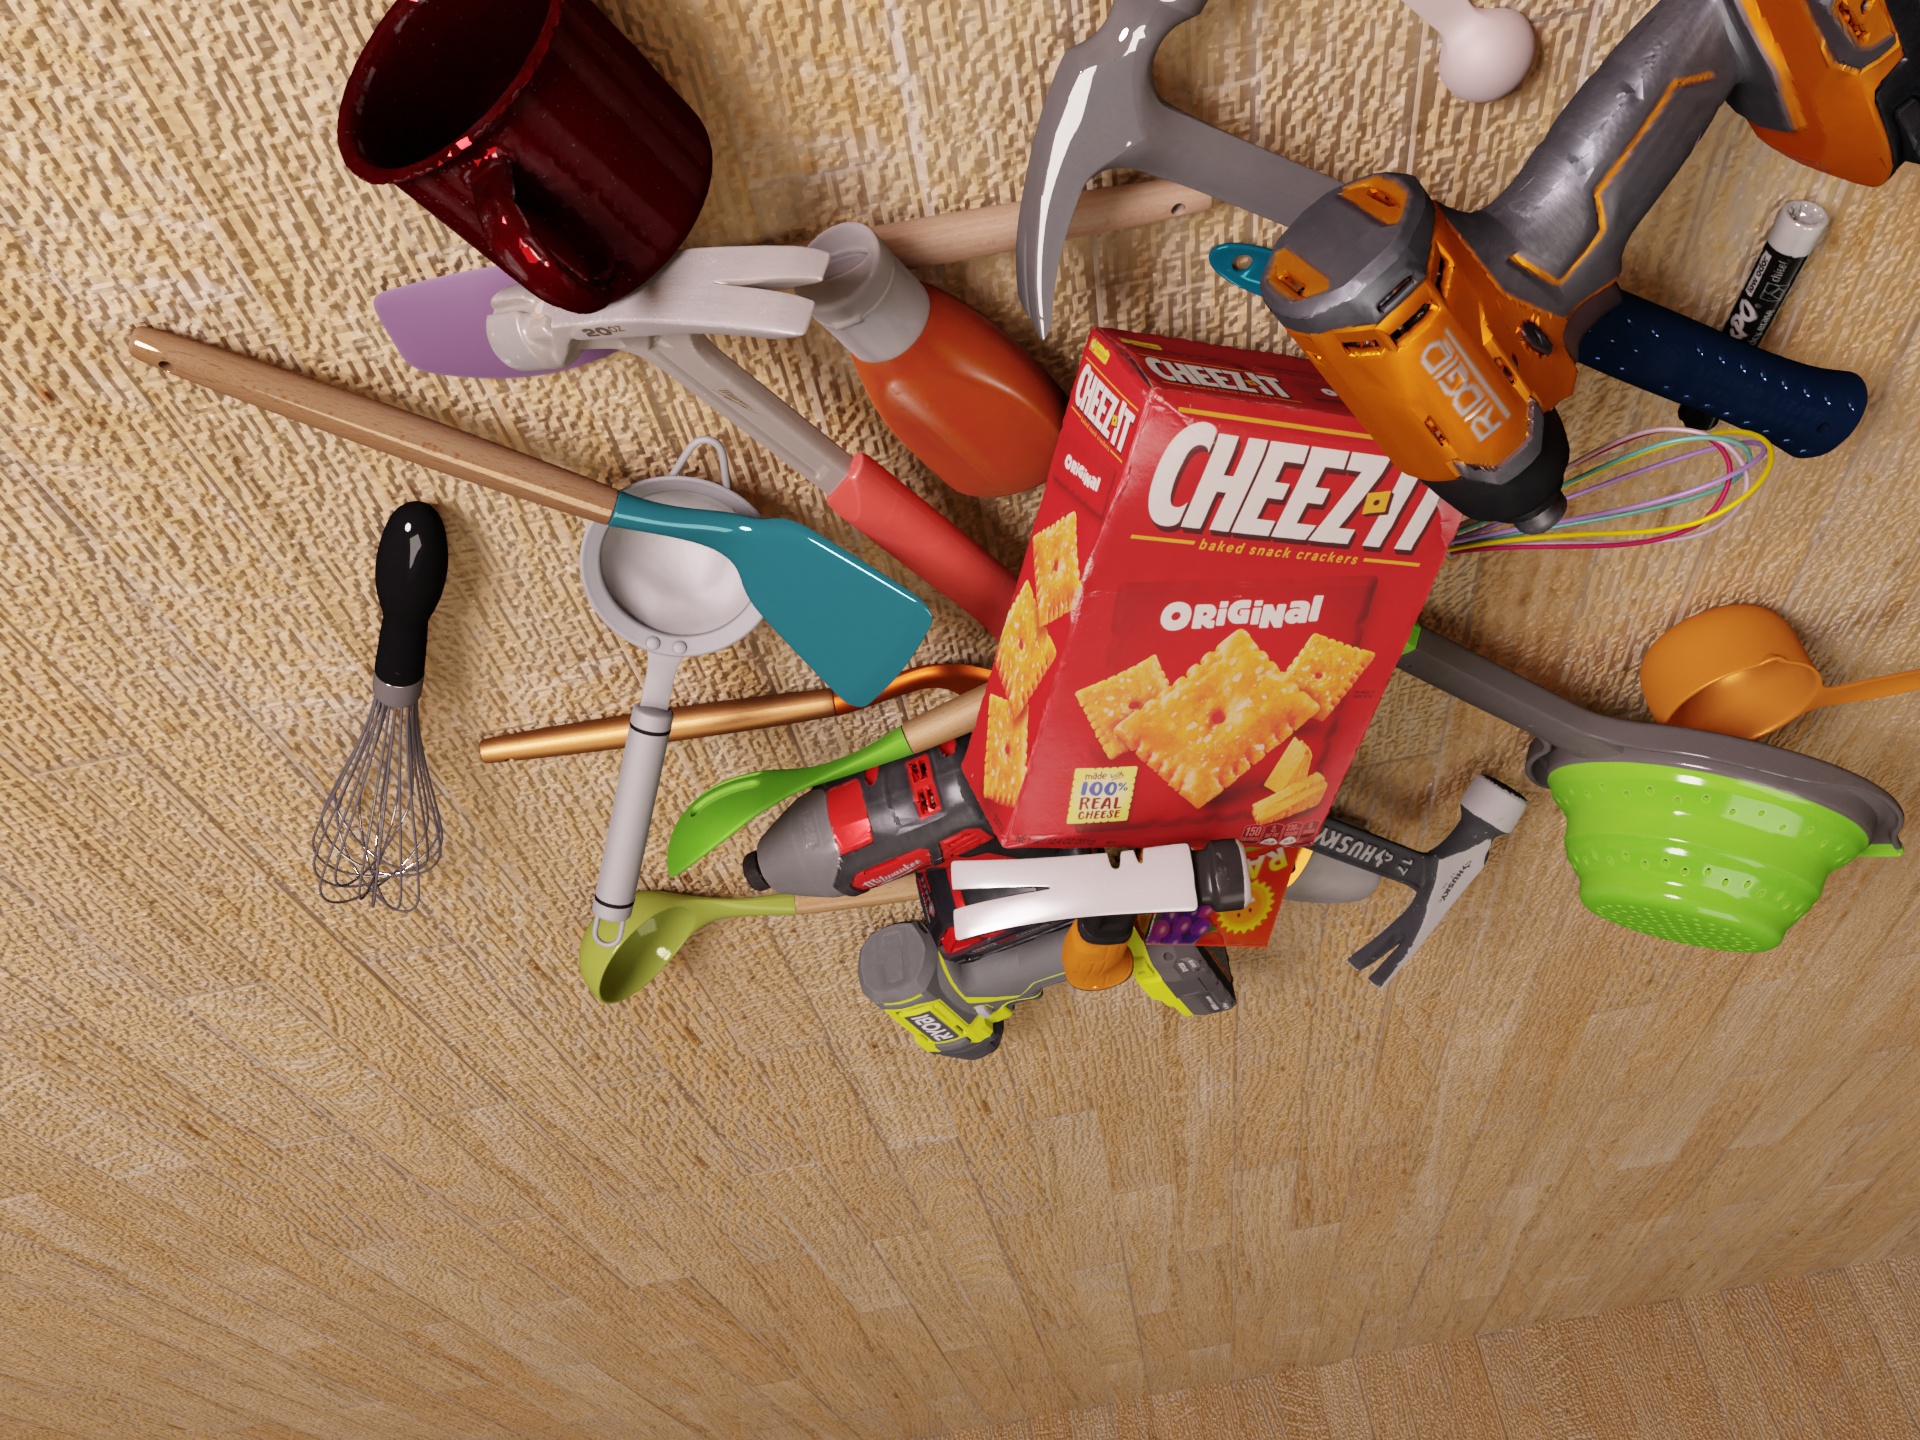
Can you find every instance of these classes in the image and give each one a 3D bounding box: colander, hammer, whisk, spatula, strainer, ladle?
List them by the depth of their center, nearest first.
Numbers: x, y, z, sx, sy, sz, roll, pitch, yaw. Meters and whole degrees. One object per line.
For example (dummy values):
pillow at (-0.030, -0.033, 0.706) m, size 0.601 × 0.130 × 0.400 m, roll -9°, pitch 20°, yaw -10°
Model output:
spatula at (-0.061, -0.172, 0.604) m, size 0.316 × 0.018 × 0.059 m, roll -10°, pitch 151°, yaw 2°
hammer at (0.207, -0.169, 0.626) m, size 0.405 × 0.035 × 0.144 m, roll 12°, pitch 127°, yaw -26°
spatula at (-0.165, -0.087, 0.635) m, size 0.317 × 0.044 × 0.082 m, roll 18°, pitch 145°, yaw -18°
hammer at (-0.021, -0.086, 0.669) m, size 0.149 × 0.037 × 0.358 m, roll 6°, pitch 164°, yaw 34°
whisk at (0.240, -0.085, 0.723) m, size 0.051 × 0.047 × 0.245 m, roll 10°, pitch 163°, yaw -42°
strainer at (-0.141, -0.009, 0.726) m, size 0.087 × 0.050 × 0.258 m, roll 11°, pitch 109°, yaw -12°
whisk at (-0.274, 0.003, 0.769) m, size 0.070 × 0.070 × 0.284 m, roll 5°, pitch 138°, yaw -21°
spatula at (-0.088, 0.002, 0.826) m, size 0.322 × 0.041 × 0.081 m, roll -8°, pitch 167°, yaw 0°
hammer at (0.066, 0.111, 0.829) m, size 0.127 × 0.034 × 0.336 m, roll -5°, pitch 165°, yaw 1°
hammer at (0.172, 0.057, 0.883) m, size 0.408 × 0.036 × 0.149 m, roll 19°, pitch 106°, yaw -41°
colander at (0.361, 0.049, 0.904) m, size 0.396 × 0.094 × 0.204 m, roll 22°, pitch 168°, yaw -22°
ladle at (-0.075, 0.121, 0.988) m, size 0.320 × 0.062 × 0.078 m, roll -7°, pitch 148°, yaw -8°

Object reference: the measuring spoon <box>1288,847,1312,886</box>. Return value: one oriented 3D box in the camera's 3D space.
measuring spoon at (0.212, 0.054, 0.969) m, size 0.021 × 0.011 × 0.116 m, roll 4°, pitch 121°, yaw -16°

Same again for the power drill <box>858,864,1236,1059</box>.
power drill at (0.064, 0.172, 1.081) m, size 0.223 × 0.080 × 0.171 m, roll -17°, pitch 145°, yaw 16°

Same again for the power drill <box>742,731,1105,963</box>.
power drill at (-0.013, 0.072, 0.868) m, size 0.143 × 0.079 × 0.219 m, roll -23°, pitch 158°, yaw 18°

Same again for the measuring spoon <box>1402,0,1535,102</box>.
measuring spoon at (0.160, -0.251, 0.546) m, size 0.124 × 0.018 × 0.034 m, roll 24°, pitch 133°, yaw -38°

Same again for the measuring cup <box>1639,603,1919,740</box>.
measuring cup at (0.476, -0.032, 0.911) m, size 0.173 × 0.052 × 0.095 m, roll -8°, pitch 145°, yaw -6°

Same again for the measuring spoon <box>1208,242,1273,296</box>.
measuring spoon at (0.160, -0.179, 0.657) m, size 0.128 × 0.021 × 0.042 m, roll 13°, pitch 137°, yaw -16°

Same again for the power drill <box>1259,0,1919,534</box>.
power drill at (0.234, -0.173, 0.554) m, size 0.226 × 0.084 × 0.164 m, roll -42°, pitch 127°, yaw 12°

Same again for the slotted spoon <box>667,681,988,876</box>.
slotted spoon at (-0.001, -0.002, 0.747) m, size 0.314 × 0.031 × 0.070 m, roll -24°, pitch -171°, yaw 5°
